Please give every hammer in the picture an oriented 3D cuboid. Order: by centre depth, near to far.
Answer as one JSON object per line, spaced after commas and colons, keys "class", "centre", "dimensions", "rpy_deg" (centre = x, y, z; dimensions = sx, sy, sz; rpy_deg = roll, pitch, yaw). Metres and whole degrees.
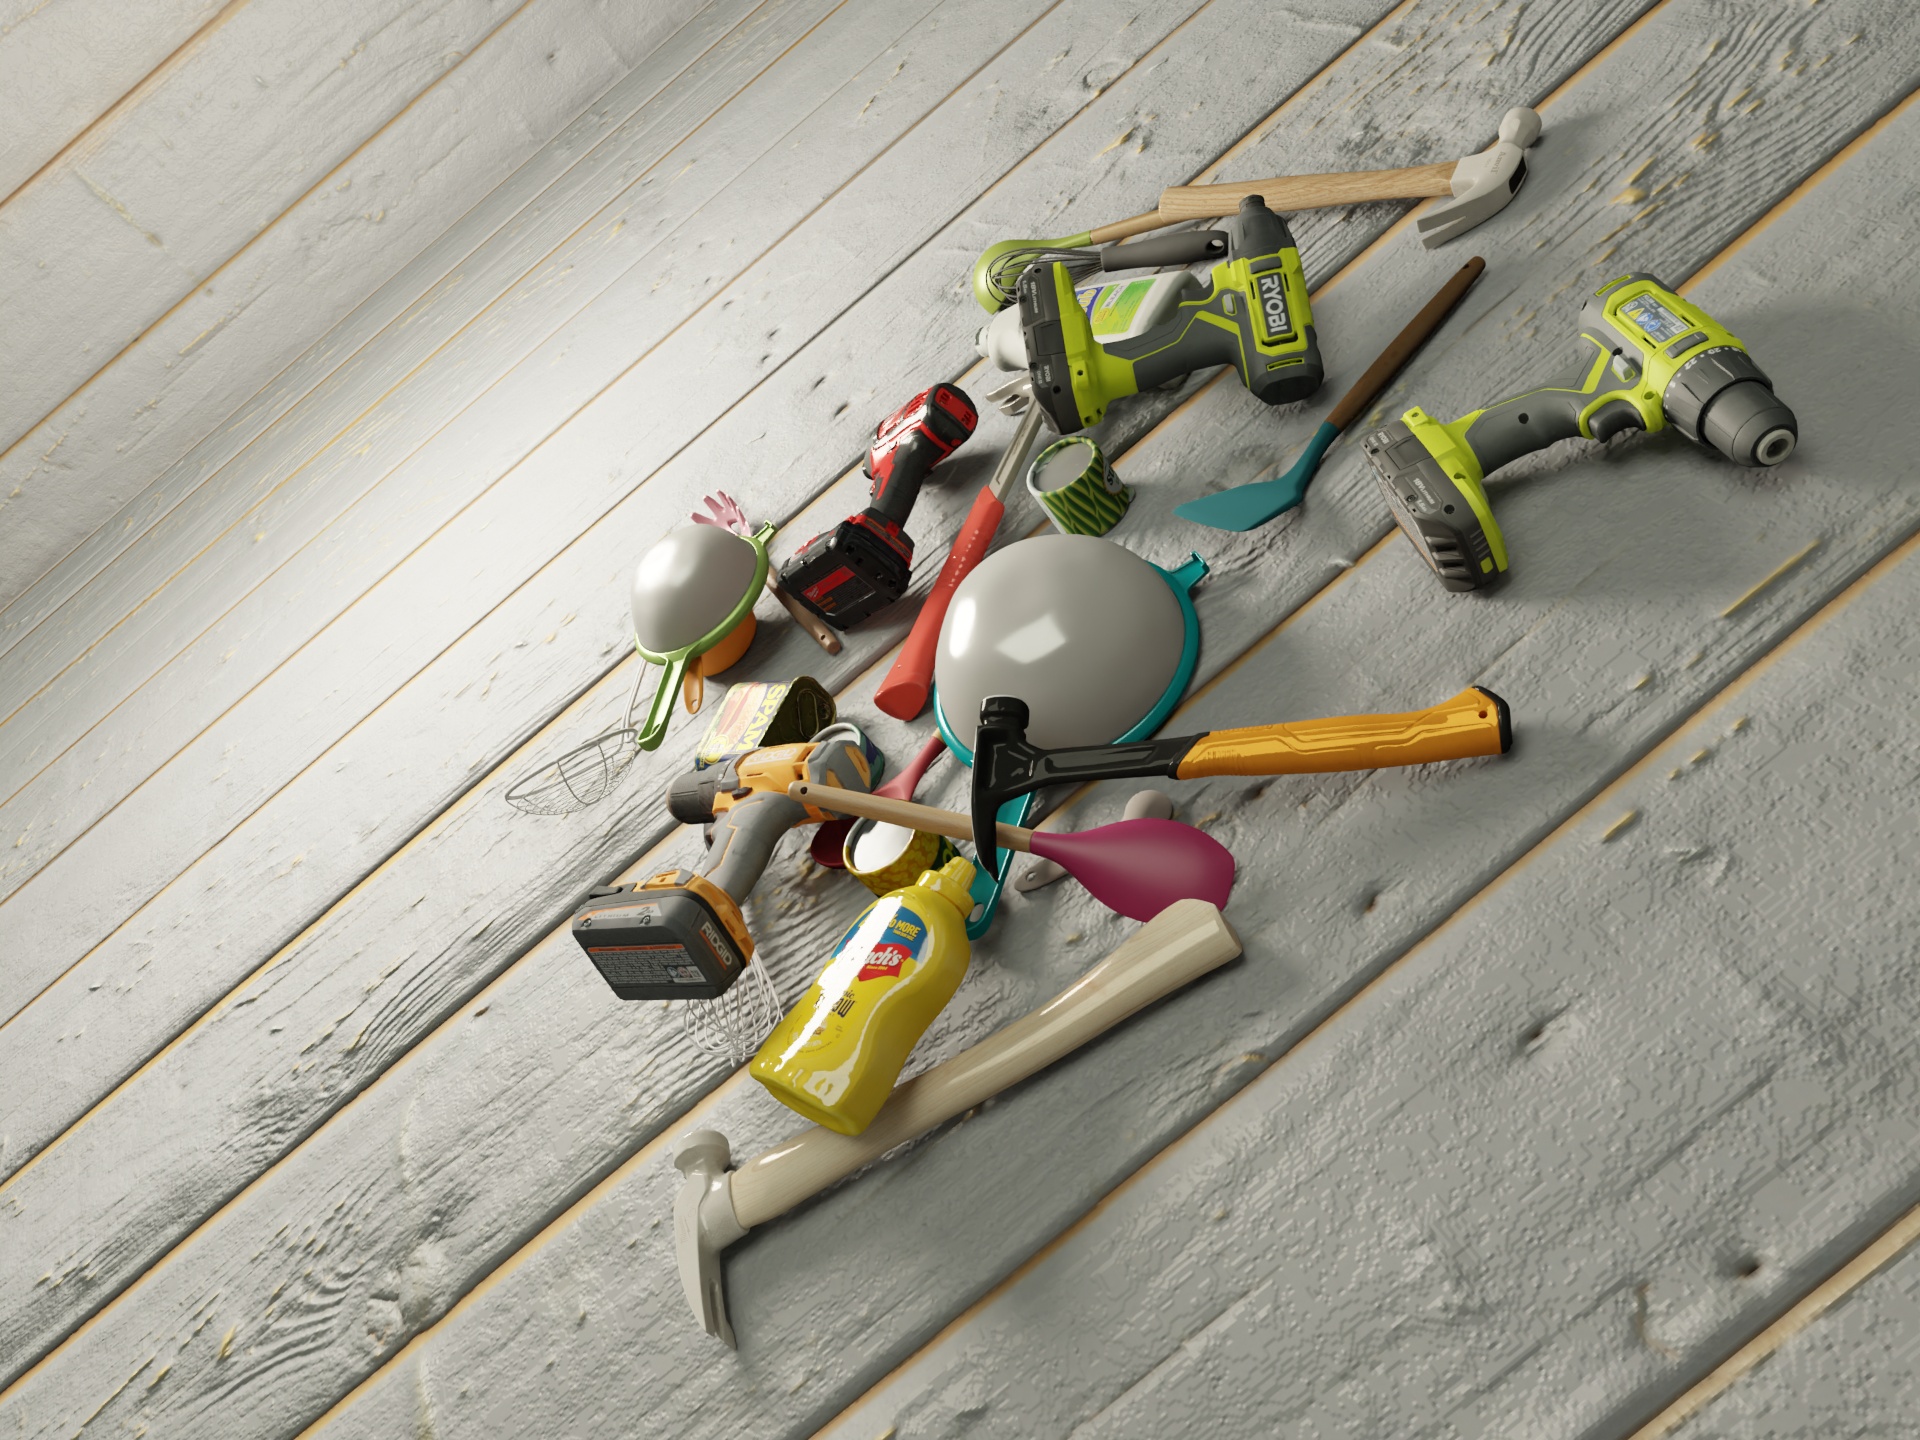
{"class": "hammer", "centre": [0.168, 0.027, 0.992], "dimensions": [0.337, 0.034, 0.127], "rpy_deg": [-7, 58, 19]}
{"class": "hammer", "centre": [-0.006, 0.238, 0.992], "dimensions": [0.410, 0.038, 0.146], "rpy_deg": [-32, 41, 11]}
{"class": "hammer", "centre": [0.009, -0.158, 1.344], "dimensions": [0.149, 0.036, 0.359], "rpy_deg": [-10, 49, 54]}
{"class": "hammer", "centre": [0.316, -0.453, 1.365], "dimensions": [0.331, 0.031, 0.130], "rpy_deg": [9, 61, 39]}

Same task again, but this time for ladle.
{"class": "ladle", "centre": [-0.002, -0.004, 1.227], "dimensions": [0.069, 0.031, 0.315], "rpy_deg": [24, 69, 47]}
{"class": "ladle", "centre": [0.156, -0.460, 1.526], "dimensions": [0.320, 0.062, 0.078], "rpy_deg": [-9, 42, 25]}

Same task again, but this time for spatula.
{"class": "spatula", "centre": [0.292, -0.245, 1.196], "dimensions": [0.317, 0.044, 0.082], "rpy_deg": [-48, 35, -10]}

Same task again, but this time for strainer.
{"class": "strainer", "centre": [0.040, -0.013, 1.125], "dimensions": [0.211, 0.095, 0.341], "rpy_deg": [1, 54, 31]}
{"class": "strainer", "centre": [-0.258, -0.087, 1.401], "dimensions": [0.151, 0.069, 0.257], "rpy_deg": [-17, 43, 28]}

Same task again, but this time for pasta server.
{"class": "pasta server", "centre": [-0.185, -0.138, 1.499], "dimensions": [0.060, 0.040, 0.317], "rpy_deg": [-52, 39, 6]}

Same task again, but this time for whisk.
{"class": "whisk", "centre": [-0.175, 0.151, 1.206], "dimensions": [0.070, 0.070, 0.285], "rpy_deg": [-32, 34, 12]}
{"class": "whisk", "centre": [0.136, -0.425, 1.479], "dimensions": [0.239, 0.055, 0.055], "rpy_deg": [-3, 51, 23]}

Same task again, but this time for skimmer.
{"class": "skimmer", "centre": [-0.326, -0.057, 1.496], "dimensions": [0.127, 0.090, 0.364], "rpy_deg": [-32, 35, 38]}

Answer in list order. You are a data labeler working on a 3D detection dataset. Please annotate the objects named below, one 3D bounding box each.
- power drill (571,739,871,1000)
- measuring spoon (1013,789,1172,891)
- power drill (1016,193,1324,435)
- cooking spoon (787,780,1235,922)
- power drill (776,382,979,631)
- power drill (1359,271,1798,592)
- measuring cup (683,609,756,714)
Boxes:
{"class": "power drill", "centre": [-0.188, 0.100, 1.167], "dimensions": [0.185, 0.084, 0.226], "rpy_deg": [-8, 33, 36]}
{"class": "measuring spoon", "centre": [0.086, 0.082, 1.077], "dimensions": [0.124, 0.018, 0.034], "rpy_deg": [-31, 40, 14]}
{"class": "power drill", "centre": [0.165, -0.323, 1.273], "dimensions": [0.223, 0.080, 0.171], "rpy_deg": [-11, 74, 11]}
{"class": "cooking spoon", "centre": [0.025, 0.076, 1.055], "dimensions": [0.319, 0.017, 0.069], "rpy_deg": [11, 75, 23]}
{"class": "power drill", "centre": [-0.072, -0.193, 1.411], "dimensions": [0.143, 0.078, 0.220], "rpy_deg": [-24, 35, 50]}
{"class": "power drill", "centre": [0.394, -0.181, 1.023], "dimensions": [0.228, 0.080, 0.191], "rpy_deg": [-29, 39, 11]}
{"class": "measuring cup", "centre": [-0.228, -0.054, 1.445], "dimensions": [0.095, 0.052, 0.174], "rpy_deg": [-27, 42, 17]}
